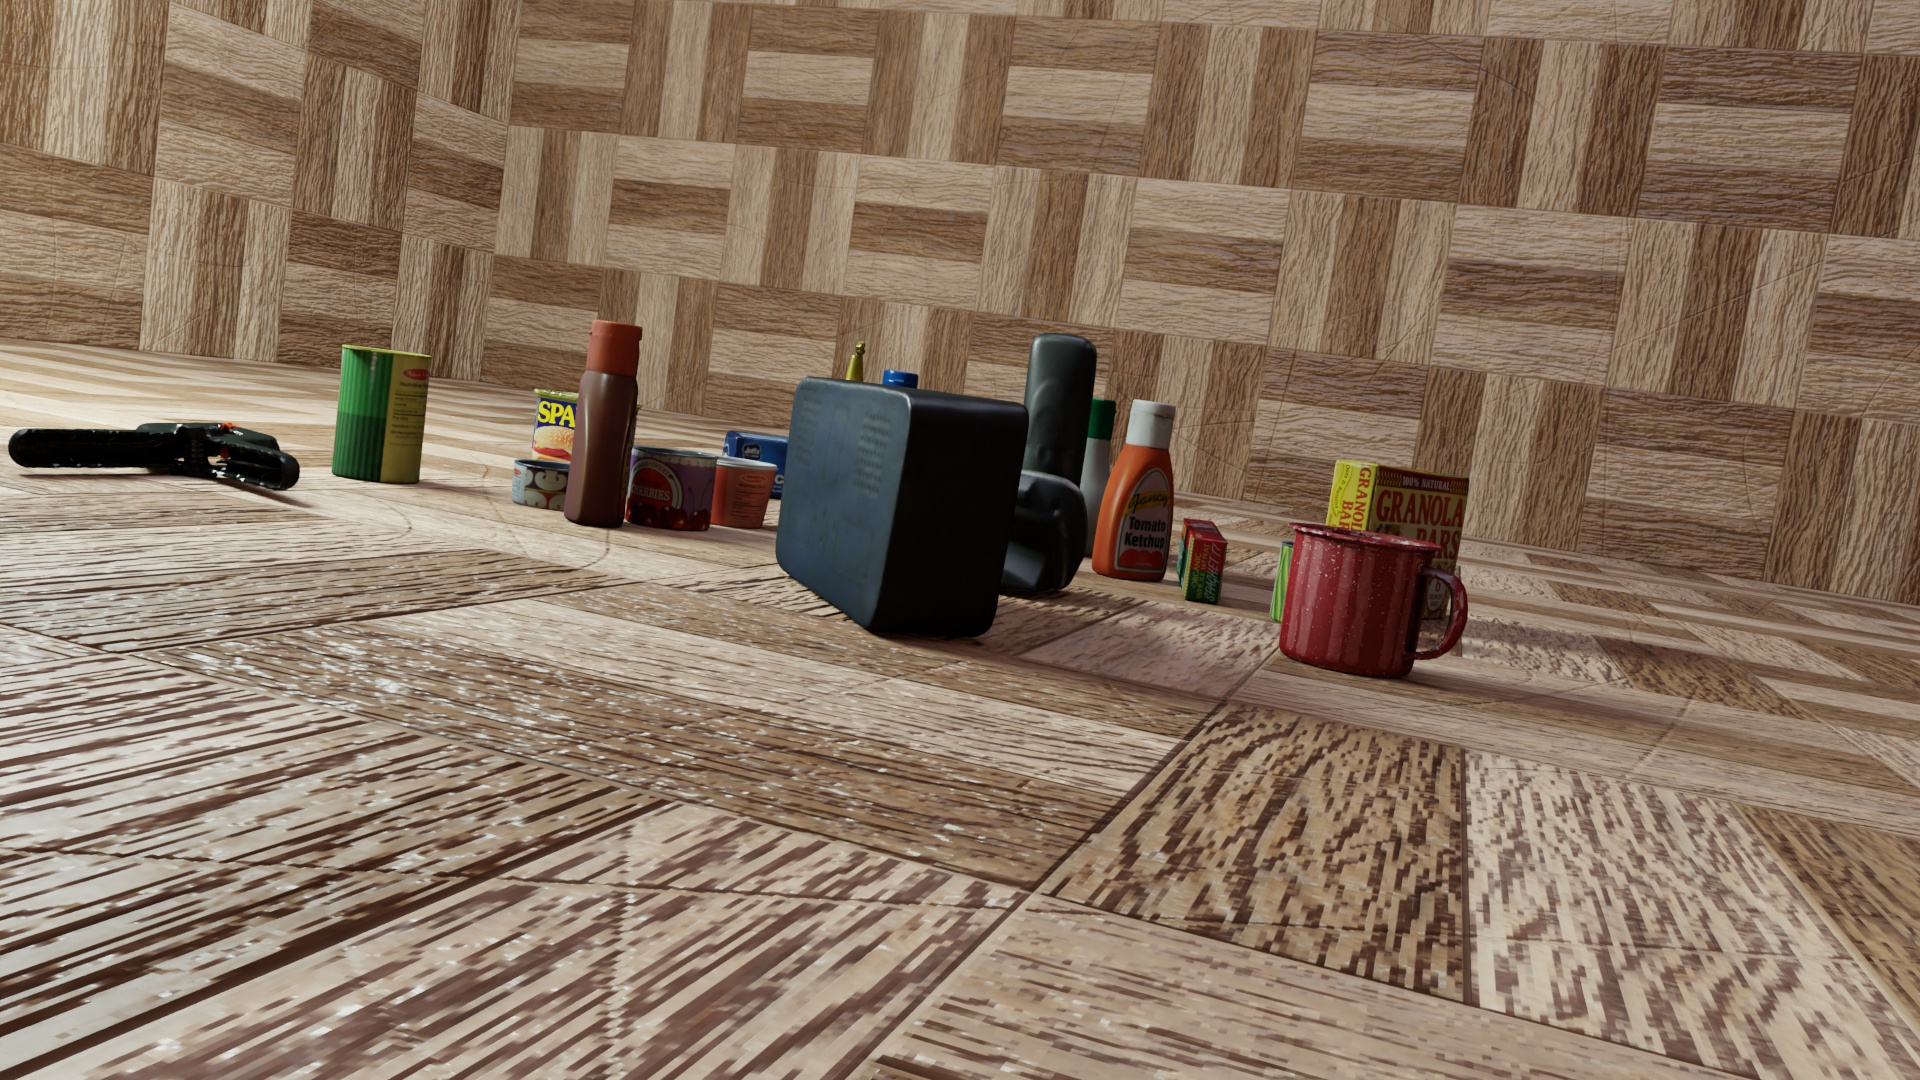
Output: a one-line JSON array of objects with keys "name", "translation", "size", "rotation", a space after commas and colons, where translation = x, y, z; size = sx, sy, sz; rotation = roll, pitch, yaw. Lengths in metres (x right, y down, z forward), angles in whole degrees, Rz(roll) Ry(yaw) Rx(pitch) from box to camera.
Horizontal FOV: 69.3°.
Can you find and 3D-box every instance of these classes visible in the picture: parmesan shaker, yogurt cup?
[{"name": "parmesan shaker", "translation": [-0.463, -0.100, 1.105], "size": [0.071, 0.103, 0.071], "rotation": [8, 5, -1]}, {"name": "yogurt cup", "translation": [-0.187, -0.040, 1.144], "size": [0.072, 0.054, 0.072], "rotation": [8, 5, -1]}]

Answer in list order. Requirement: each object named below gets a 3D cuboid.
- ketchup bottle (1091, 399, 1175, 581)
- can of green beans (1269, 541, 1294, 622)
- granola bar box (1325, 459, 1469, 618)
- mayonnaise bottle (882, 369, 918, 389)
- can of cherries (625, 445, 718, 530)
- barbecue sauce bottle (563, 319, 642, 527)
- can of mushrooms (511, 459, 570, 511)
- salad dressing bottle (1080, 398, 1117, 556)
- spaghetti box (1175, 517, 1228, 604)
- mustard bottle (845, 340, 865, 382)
[{"name": "ketchup bottle", "translation": [0.150, -0.042, 1.162], "size": [0.065, 0.148, 0.043], "rotation": [6, 6, -26]}, {"name": "can of green beans", "translation": [0.264, 0.034, 1.021], "size": [0.071, 0.057, 0.071], "rotation": [8, 5, -1]}, {"name": "granola bar box", "translation": [0.357, 0.002, 1.141], "size": [0.039, 0.124, 0.166], "rotation": [13, 7, 44]}, {"name": "mayonnaise bottle", "translation": [-0.070, -0.099, 1.421], "size": [0.065, 0.148, 0.041], "rotation": [8, 5, 1]}, {"name": "can of cherries", "translation": [-0.225, -0.041, 1.073], "size": [0.071, 0.058, 0.071], "rotation": [8, 5, -1]}, {"name": "barbecue sauce bottle", "translation": [-0.262, -0.087, 1.023], "size": [0.044, 0.148, 0.065], "rotation": [6, 5, -19]}, {"name": "can of mushrooms", "translation": [-0.317, -0.044, 1.097], "size": [0.071, 0.033, 0.071], "rotation": [8, 6, -1]}, {"name": "salad dressing bottle", "translation": [0.118, -0.061, 1.309], "size": [0.044, 0.147, 0.064], "rotation": [7, 5, -15]}, {"name": "spaghetti box", "translation": [0.203, 0.014, 1.180], "size": [0.029, 0.050, 0.250], "rotation": [9, 6, 7]}, {"name": "mustard bottle", "translation": [-0.084, -0.067, 1.024], "size": [0.049, 0.160, 0.065], "rotation": [11, 6, 31]}]
